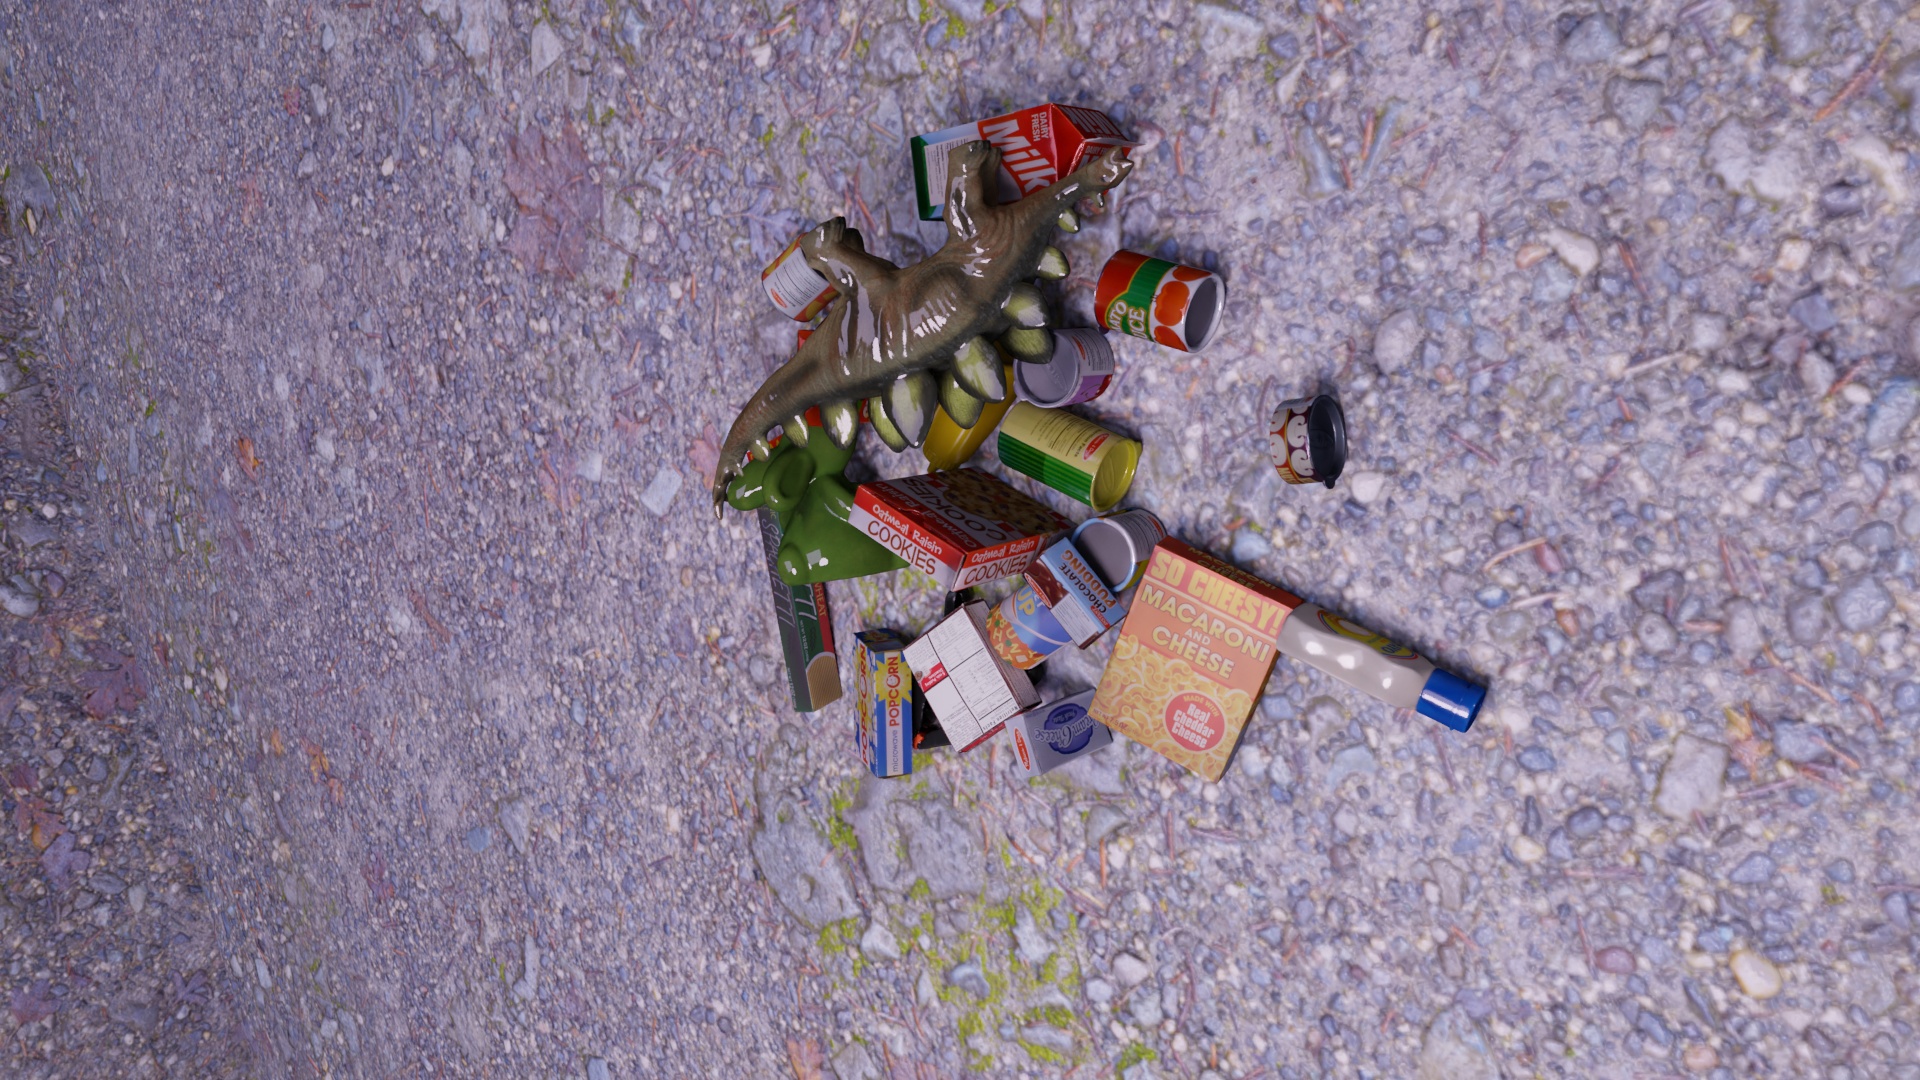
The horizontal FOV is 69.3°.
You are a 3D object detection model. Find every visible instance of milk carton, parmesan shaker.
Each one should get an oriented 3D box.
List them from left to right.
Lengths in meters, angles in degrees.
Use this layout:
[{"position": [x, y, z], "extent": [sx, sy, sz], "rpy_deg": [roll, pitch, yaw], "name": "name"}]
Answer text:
[{"position": [0.056, -0.317, 1.161], "extent": [0.190, 0.072, 0.073], "rpy_deg": [-1, 99, 39], "name": "milk carton"}, {"position": [0.092, -0.076, 1.181], "extent": [0.103, 0.071, 0.071], "rpy_deg": [28, 114, 32], "name": "parmesan shaker"}]

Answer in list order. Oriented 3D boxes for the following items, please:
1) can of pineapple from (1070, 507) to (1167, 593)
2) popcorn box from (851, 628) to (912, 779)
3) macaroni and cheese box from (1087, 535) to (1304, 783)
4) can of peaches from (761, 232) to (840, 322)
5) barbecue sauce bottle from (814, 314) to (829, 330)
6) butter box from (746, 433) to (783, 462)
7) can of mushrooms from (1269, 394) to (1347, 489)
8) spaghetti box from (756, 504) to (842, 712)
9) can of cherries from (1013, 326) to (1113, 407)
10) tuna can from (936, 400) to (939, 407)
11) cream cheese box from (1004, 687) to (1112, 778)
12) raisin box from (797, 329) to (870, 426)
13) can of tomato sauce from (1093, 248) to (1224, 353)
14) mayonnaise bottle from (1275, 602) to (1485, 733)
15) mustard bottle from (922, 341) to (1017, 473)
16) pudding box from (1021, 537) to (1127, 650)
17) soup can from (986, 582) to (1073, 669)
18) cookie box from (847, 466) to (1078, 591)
[{"position": [0.132, 0.010, 1.167], "extent": [0.071, 0.058, 0.071], "rpy_deg": [8, 103, 37], "name": "can of pineapple"}, {"position": [-0.076, 0.157, 1.344], "extent": [0.085, 0.038, 0.126], "rpy_deg": [-153, 61, -69], "name": "popcorn box"}, {"position": [0.190, 0.096, 1.137], "extent": [0.124, 0.040, 0.165], "rpy_deg": [27, 113, 19], "name": "macaroni and cheese box"}, {"position": [-0.147, -0.254, 1.334], "extent": [0.058, 0.071, 0.071], "rpy_deg": [-36, 76, 33], "name": "can of peaches"}, {"position": [-0.119, -0.185, 1.338], "extent": [0.065, 0.044, 0.147], "rpy_deg": [48, 123, 26], "name": "barbecue sauce bottle"}, {"position": [-0.171, -0.082, 1.408], "extent": [0.103, 0.024, 0.053], "rpy_deg": [-23, 85, 38], "name": "butter box"}, {"position": [0.262, -0.073, 1.046], "extent": [0.033, 0.071, 0.071], "rpy_deg": [-4, 96, 39], "name": "can of mushrooms"}, {"position": [-0.164, 0.048, 1.393], "extent": [0.028, 0.050, 0.249], "rpy_deg": [-1, 103, 34], "name": "spaghetti box"}, {"position": [0.086, -0.146, 1.176], "extent": [0.071, 0.058, 0.071], "rpy_deg": [8, 104, 36], "name": "can of cherries"}, {"position": [-0.025, -0.149, 1.278], "extent": [0.071, 0.033, 0.071], "rpy_deg": [8, 103, 37], "name": "tuna can"}, {"position": [0.086, 0.165, 1.201], "extent": [0.024, 0.104, 0.053], "rpy_deg": [-22, 84, 43], "name": "cream cheese box"}, {"position": [-0.095, -0.151, 1.274], "extent": [0.040, 0.124, 0.086], "rpy_deg": [9, 103, 37], "name": "raisin box"}, {"position": [0.158, -0.189, 1.106], "extent": [0.083, 0.071, 0.071], "rpy_deg": [23, 111, 32], "name": "can of tomato sauce"}, {"position": [0.315, 0.095, 1.040], "extent": [0.148, 0.065, 0.041], "rpy_deg": [26, 110, 27], "name": "mayonnaise bottle"}, {"position": [0.003, -0.110, 1.245], "extent": [0.049, 0.065, 0.159], "rpy_deg": [47, 127, 17], "name": "mustard bottle"}, {"position": [0.093, 0.044, 1.146], "extent": [0.084, 0.030, 0.049], "rpy_deg": [51, 149, 8], "name": "pudding box"}, {"position": [0.071, 0.065, 1.217], "extent": [0.083, 0.071, 0.071], "rpy_deg": [-38, 75, 36], "name": "soup can"}, {"position": [0.004, -0.015, 1.192], "extent": [0.123, 0.168, 0.040], "rpy_deg": [32, 116, 29], "name": "cookie box"}]
